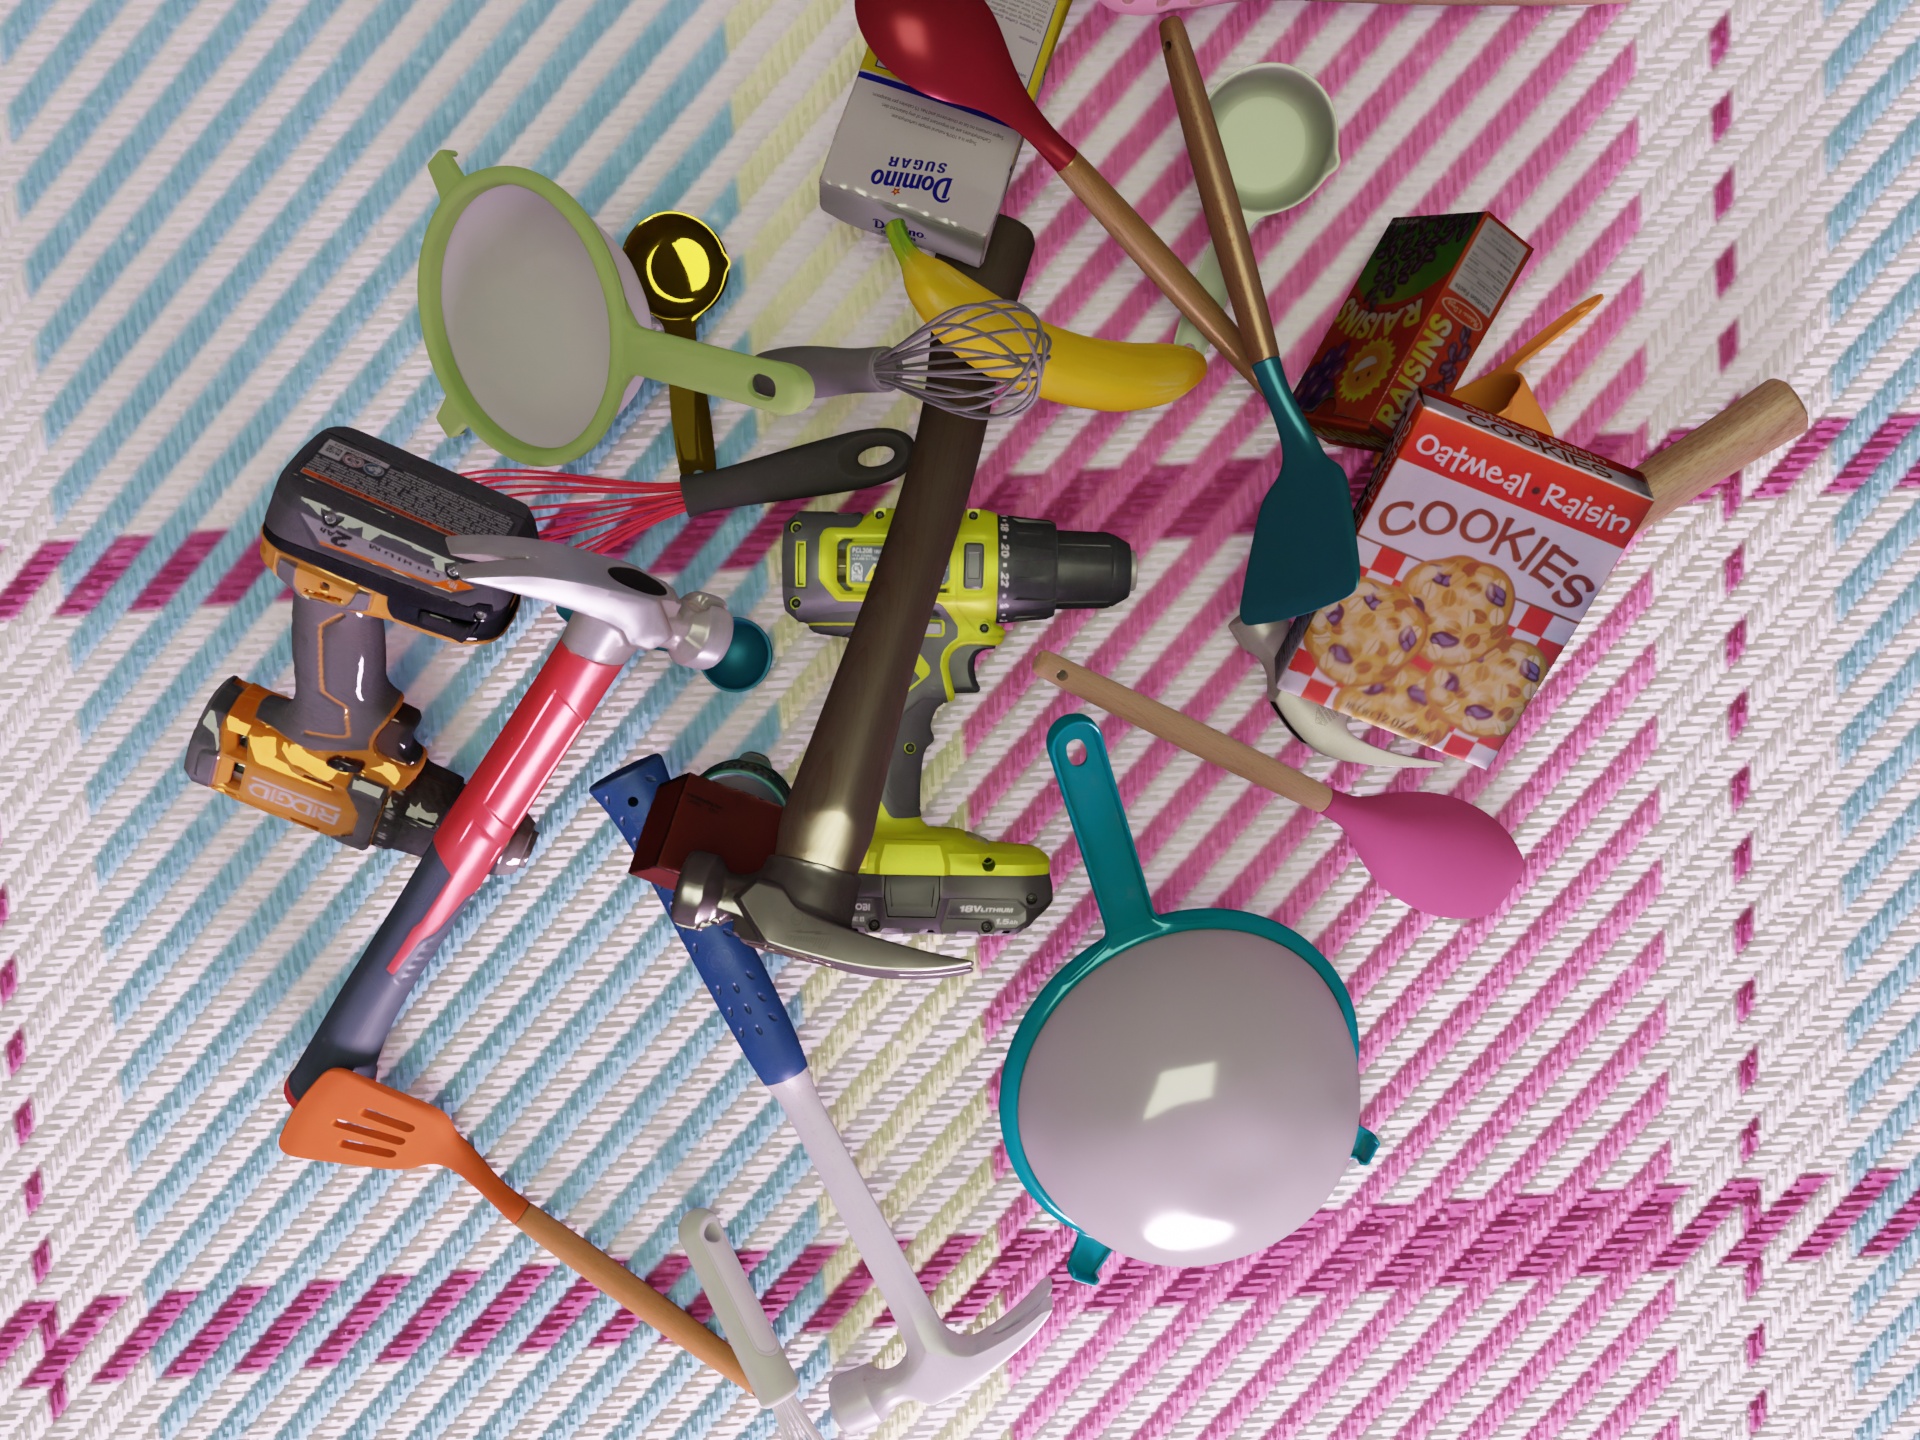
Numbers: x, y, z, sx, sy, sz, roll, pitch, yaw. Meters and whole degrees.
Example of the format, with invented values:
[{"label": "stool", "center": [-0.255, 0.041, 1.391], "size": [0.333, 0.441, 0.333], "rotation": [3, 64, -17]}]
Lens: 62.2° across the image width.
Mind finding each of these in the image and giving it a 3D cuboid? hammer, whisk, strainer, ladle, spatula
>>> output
[{"label": "hammer", "center": [0.322, -0.086, 0.886], "size": [0.331, 0.031, 0.130], "rotation": [-32, 94, 2]}, {"label": "whisk", "center": [-0.169, -0.118, 0.862], "size": [0.296, 0.073, 0.073], "rotation": [-12, 95, -2]}, {"label": "hammer", "center": [-0.272, 0.070, 0.814], "size": [0.143, 0.038, 0.386], "rotation": [15, 122, -42]}, {"label": "whisk", "center": [-0.098, 0.390, 0.901], "size": [0.059, 0.058, 0.246], "rotation": [-33, 82, 32]}, {"label": "strainer", "center": [-0.167, -0.198, 0.814], "size": [0.256, 0.069, 0.151], "rotation": [20, 118, 26]}, {"label": "ladle", "center": [0.071, -0.268, 0.821], "size": [0.315, 0.031, 0.069], "rotation": [40, 69, -25]}, {"label": "spatula", "center": [-0.235, 0.302, 0.908], "size": [0.322, 0.041, 0.081], "rotation": [38, 117, -5]}, {"label": "hammer", "center": [-0.086, 0.203, 0.882], "size": [0.144, 0.035, 0.405], "rotation": [-25, 100, 6]}, {"label": "whisk", "center": [-0.040, -0.178, 0.794], "size": [0.055, 0.239, 0.055], "rotation": [-8, 103, -40]}, {"label": "spatula", "center": [0.145, -0.211, 0.823], "size": [0.044, 0.082, 0.317], "rotation": [-16, 90, -36]}, {"label": "hammer", "center": [-0.017, -0.075, 0.810], "size": [0.146, 0.038, 0.411], "rotation": [15, 74, 3]}, {"label": "strainer", "center": [0.113, 0.158, 0.824], "size": [0.211, 0.095, 0.340], "rotation": [-22, 113, -6]}]

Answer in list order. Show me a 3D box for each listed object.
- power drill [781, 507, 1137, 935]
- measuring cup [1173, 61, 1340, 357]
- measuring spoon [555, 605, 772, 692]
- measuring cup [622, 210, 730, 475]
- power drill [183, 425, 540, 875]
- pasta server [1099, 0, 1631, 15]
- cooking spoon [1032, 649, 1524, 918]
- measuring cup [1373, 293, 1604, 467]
[{"label": "power drill", "center": [-0.001, -0.003, 0.868], "size": [0.190, 0.080, 0.228], "rotation": [1, 92, -1]}, {"label": "measuring cup", "center": [0.149, -0.272, 0.872], "size": [0.083, 0.038, 0.167], "rotation": [19, 110, 1]}, {"label": "measuring spoon", "center": [-0.165, -0.049, 0.895], "size": [0.128, 0.021, 0.042], "rotation": [16, 95, 7]}, {"label": "measuring cup", "center": [-0.151, -0.200, 0.880], "size": [0.062, 0.029, 0.156], "rotation": [-4, 107, 1]}, {"label": "power drill", "center": [-0.288, -0.018, 0.826], "size": [0.185, 0.084, 0.226], "rotation": [24, 125, -12]}, {"label": "pasta server", "center": [0.211, -0.395, 0.841], "size": [0.316, 0.040, 0.060], "rotation": [-2, 63, -8]}, {"label": "cooking spoon", "center": [0.178, 0.034, 0.868], "size": [0.318, 0.017, 0.068], "rotation": [25, 105, -16]}, {"label": "measuring cup", "center": [0.304, -0.166, 0.864], "size": [0.173, 0.095, 0.052], "rotation": [-40, 106, -17]}]
